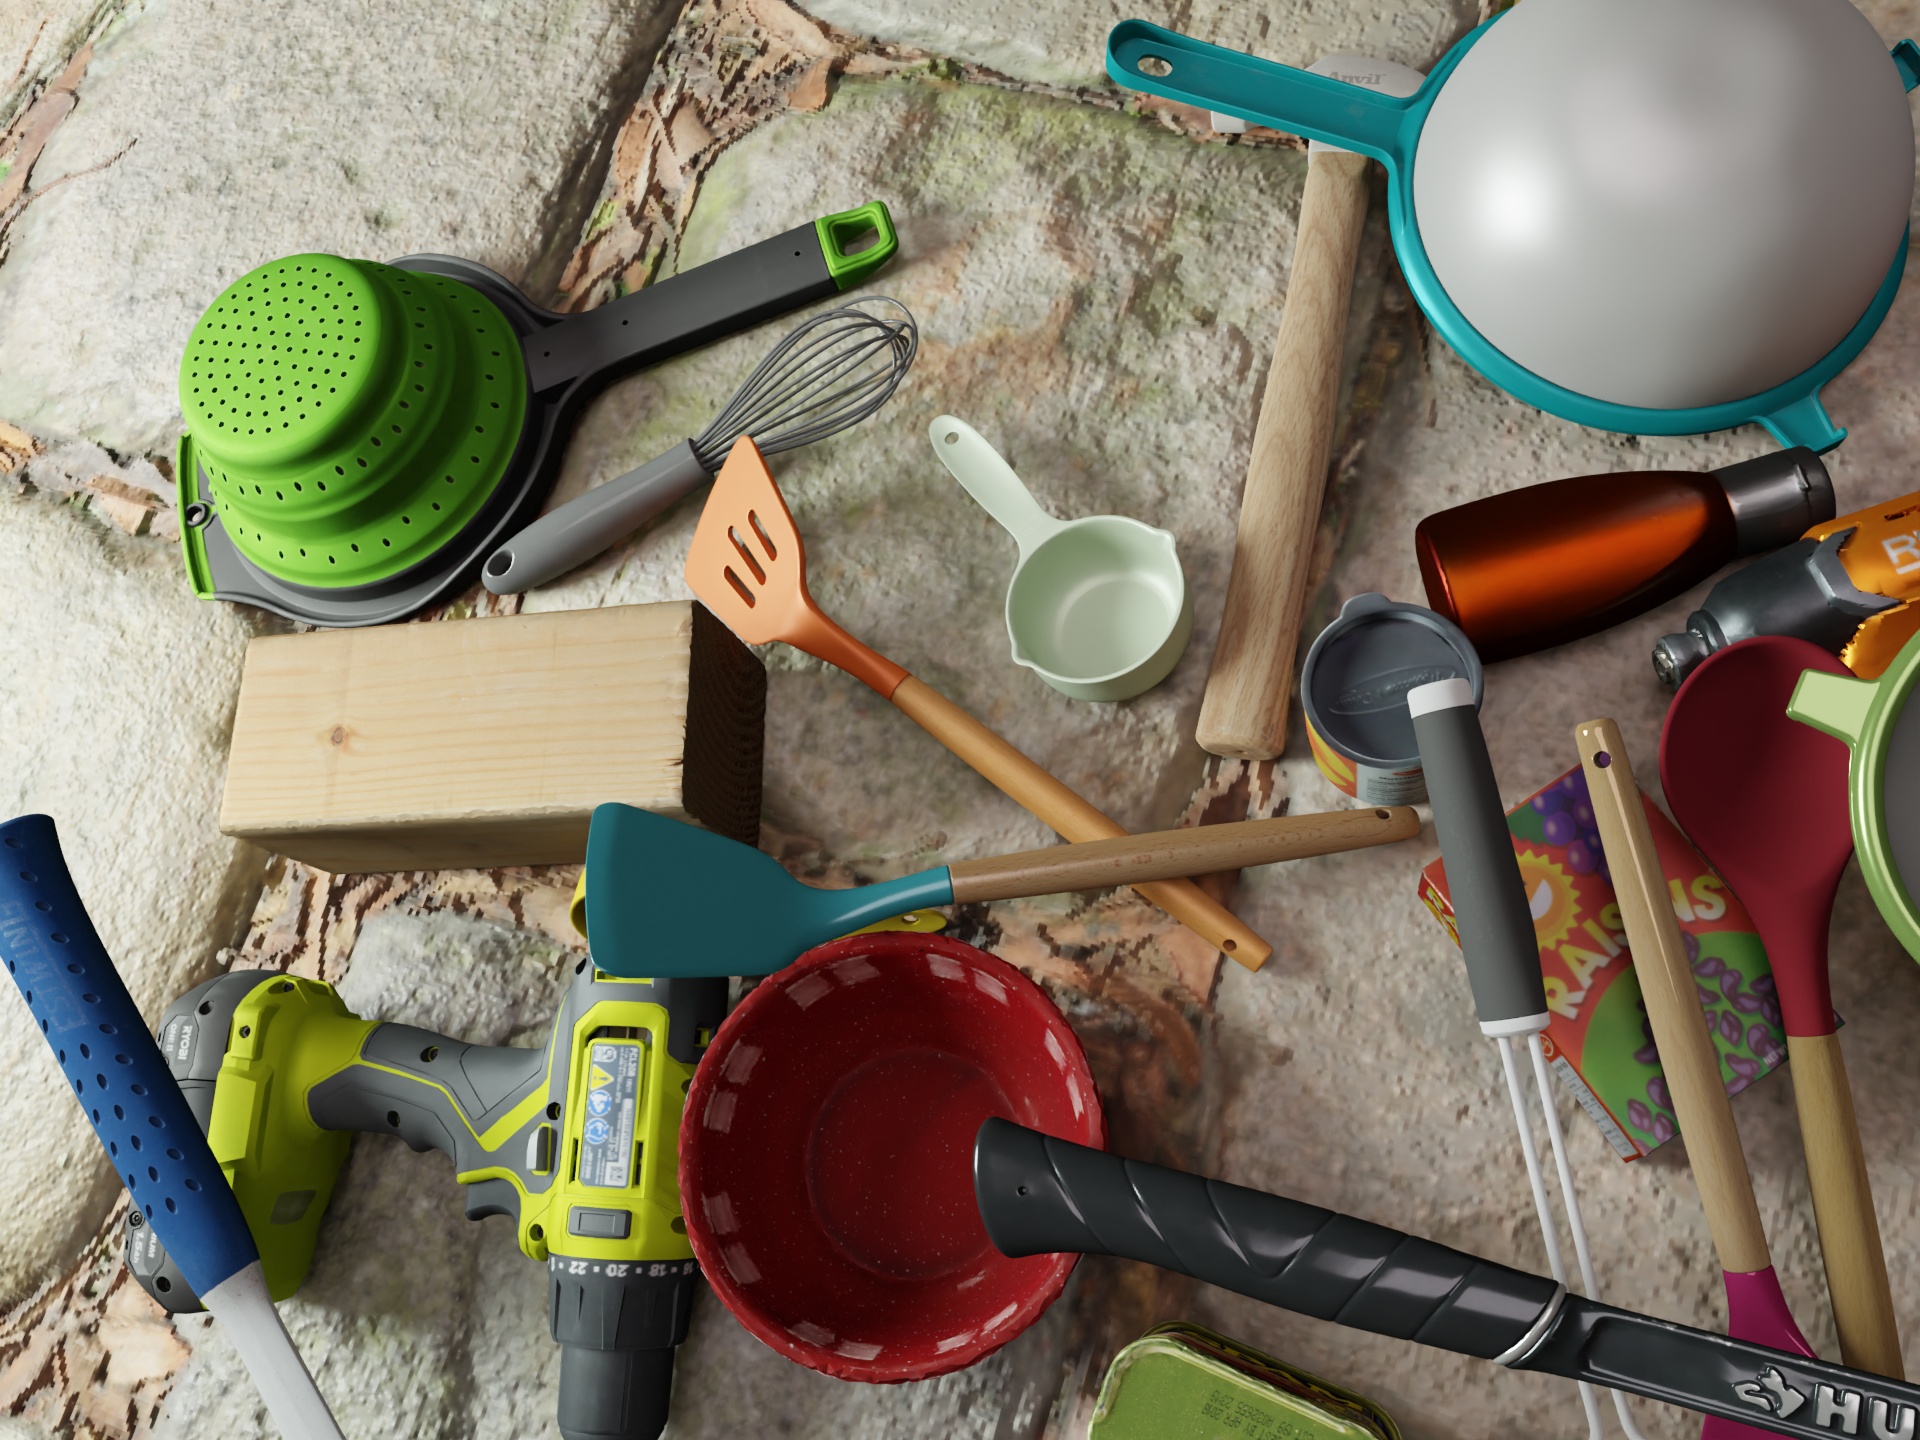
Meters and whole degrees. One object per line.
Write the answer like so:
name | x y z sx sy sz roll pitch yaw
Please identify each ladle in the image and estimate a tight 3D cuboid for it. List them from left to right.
ladle | 0.286 0.129 0.522 0.069 0.031 0.315 -9 85 16

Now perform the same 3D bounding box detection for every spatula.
spatula | -0.001 -0.002 0.670 0.323 0.041 0.081 37 120 15
spatula | 0.022 0.053 0.603 0.317 0.044 0.082 -7 44 -5

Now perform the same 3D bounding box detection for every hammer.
hammer | -0.270 0.220 0.588 0.144 0.035 0.405 -33 82 6
hammer | 0.150 -0.142 0.684 0.130 0.031 0.331 8 74 17
hammer | 0.188 0.177 0.465 0.409 0.036 0.149 8 85 26

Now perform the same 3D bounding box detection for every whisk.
whisk | -0.123 -0.124 0.740 0.239 0.055 0.055 -29 67 8

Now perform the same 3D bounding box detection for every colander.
colander | -0.225 -0.182 0.758 0.397 0.094 0.205 -20 68 7

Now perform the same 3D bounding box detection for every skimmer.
skimmer | 0.188 0.161 0.512 0.127 0.090 0.363 -15 79 28

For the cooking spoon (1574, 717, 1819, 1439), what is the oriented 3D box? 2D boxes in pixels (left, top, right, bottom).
cooking spoon | 0.253 0.154 0.524 0.069 0.017 0.319 -17 82 32

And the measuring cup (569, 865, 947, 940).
measuring cup | -0.084 0.075 0.665 0.156 0.062 0.029 0 51 2

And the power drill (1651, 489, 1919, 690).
power drill | 0.357 0.024 0.551 0.164 0.084 0.227 -19 64 10

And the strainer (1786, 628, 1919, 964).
strainer | 0.358 0.074 0.455 0.151 0.069 0.256 -22 78 17

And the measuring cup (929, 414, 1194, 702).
measuring cup | 0.037 -0.074 0.690 0.083 0.038 0.168 -39 58 3

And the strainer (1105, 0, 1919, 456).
strainer | 0.223 -0.246 0.631 0.340 0.095 0.211 18 78 6

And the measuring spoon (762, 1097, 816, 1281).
measuring spoon | -0.069 0.194 0.637 0.021 0.011 0.117 -11 65 -6

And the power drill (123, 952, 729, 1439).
power drill | -0.207 0.187 0.638 0.228 0.080 0.191 0 76 12
